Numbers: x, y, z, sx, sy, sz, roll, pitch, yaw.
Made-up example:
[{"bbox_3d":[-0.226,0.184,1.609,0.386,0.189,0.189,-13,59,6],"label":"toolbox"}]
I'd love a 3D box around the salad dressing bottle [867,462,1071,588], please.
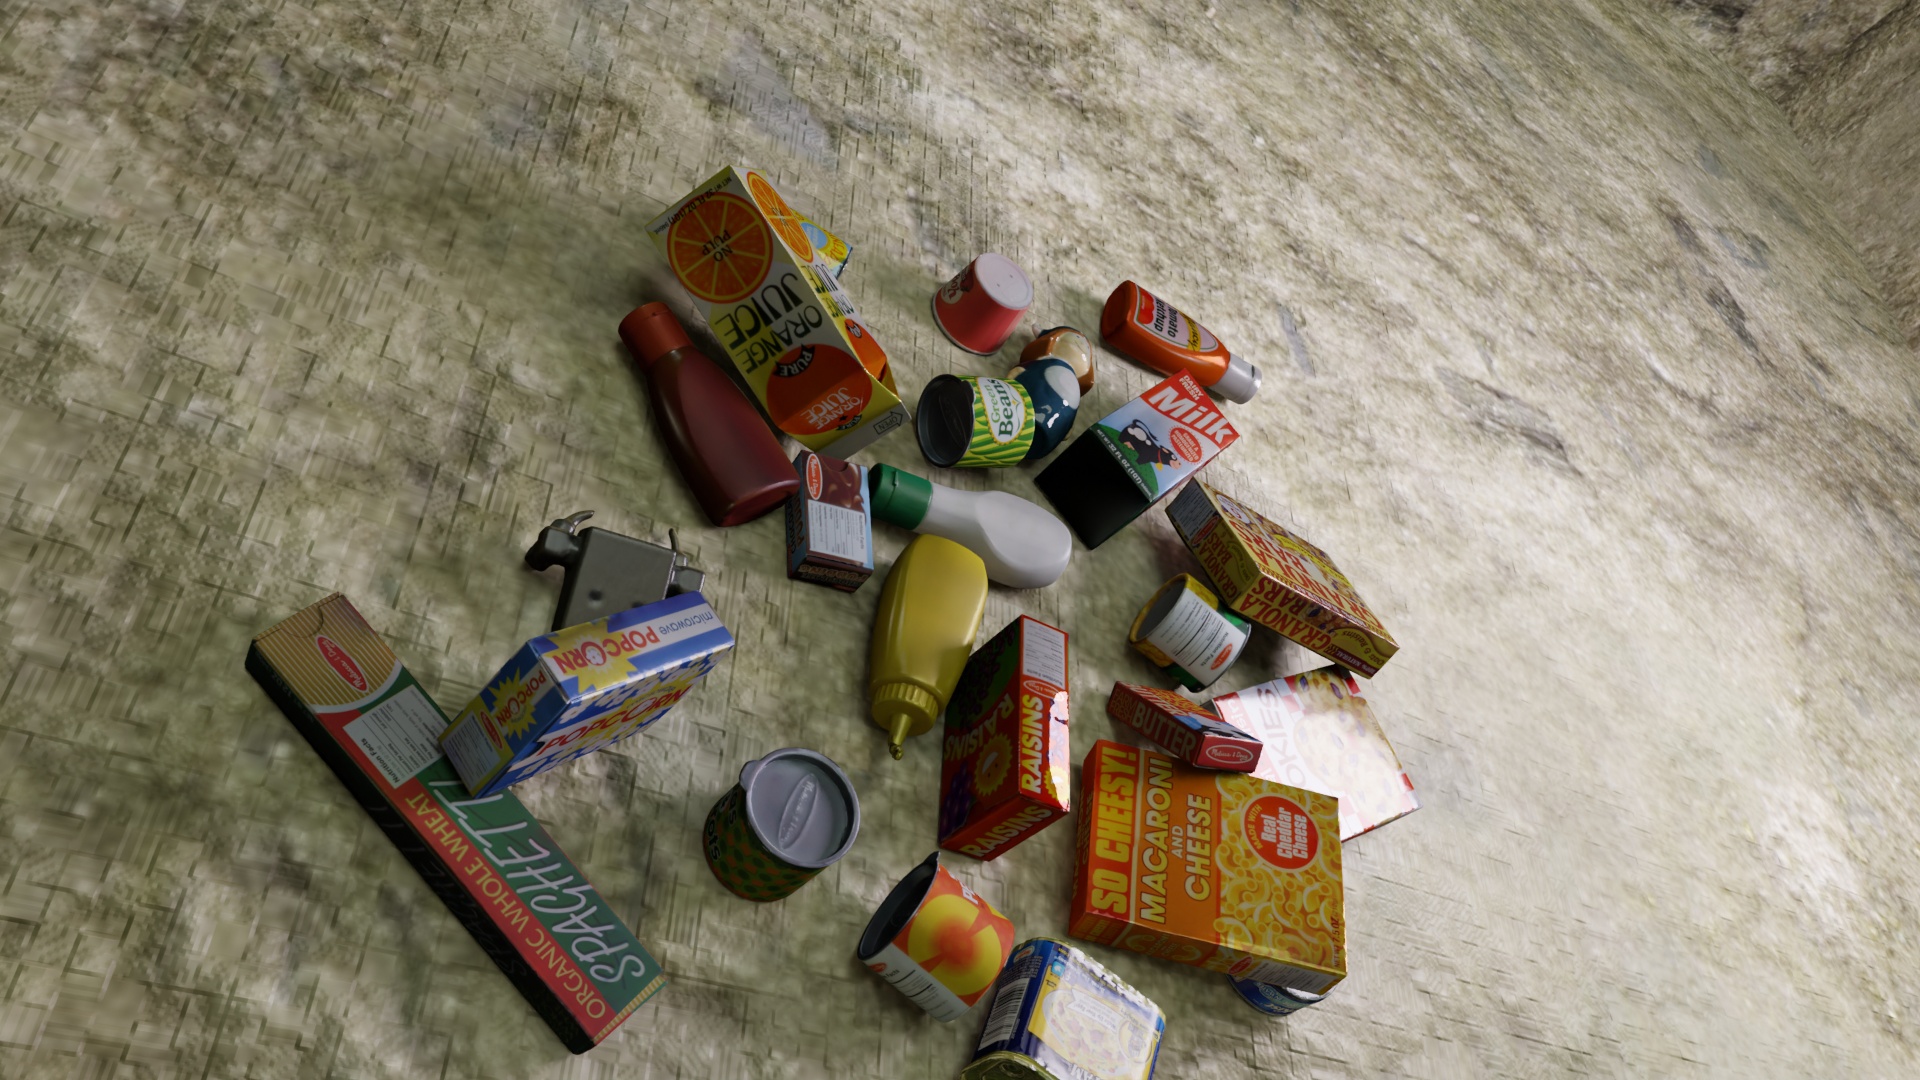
[{"bbox_3d":[0.003,-0.012,0.946,0.147,0.043,0.064,21,51,-23],"label":"salad dressing bottle"}]

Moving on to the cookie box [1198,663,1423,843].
[{"bbox_3d":[0.247,0.162,1.006,0.168,0.040,0.123,-7,65,-41],"label":"cookie box"}]

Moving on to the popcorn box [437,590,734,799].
[{"bbox_3d":[-0.182,0.074,0.691,0.038,0.085,0.127,53,27,10],"label":"popcorn box"}]

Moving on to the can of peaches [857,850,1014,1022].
[{"bbox_3d":[-0.011,0.214,0.752,0.058,0.071,0.071,41,44,-6],"label":"can of peaches"}]

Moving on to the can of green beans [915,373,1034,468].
[{"bbox_3d":[0.011,-0.084,0.987,0.058,0.071,0.071,-1,61,-38],"label":"can of green beans"}]

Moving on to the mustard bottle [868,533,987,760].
[{"bbox_3d":[-0.027,0.069,0.859,0.065,0.048,0.161,25,48,-10],"label":"mustard bottle"}]

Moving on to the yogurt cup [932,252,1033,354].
[{"bbox_3d":[0.020,-0.186,1.077,0.072,0.053,0.073,20,50,-26],"label":"yogurt cup"}]

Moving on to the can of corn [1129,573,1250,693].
[{"bbox_3d":[0.163,0.066,0.996,0.058,0.071,0.071,38,44,-8],"label":"can of corn"}]

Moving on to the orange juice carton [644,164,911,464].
[{"bbox_3d":[-0.112,-0.141,0.900,0.192,0.071,0.073,57,14,-6],"label":"orange juice carton"}]

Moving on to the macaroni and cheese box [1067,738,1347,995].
[{"bbox_3d":[0.155,0.204,0.873,0.166,0.040,0.124,15,50,-6],"label":"macaroni and cheese box"}]

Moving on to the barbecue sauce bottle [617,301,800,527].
[{"bbox_3d":[-0.163,-0.081,0.871,0.065,0.043,0.149,-22,74,-44],"label":"barbecue sauce bottle"}]

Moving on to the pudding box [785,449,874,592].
[{"bbox_3d":[-0.084,-0.013,0.889,0.050,0.030,0.084,13,52,-28],"label":"pudding box"}]

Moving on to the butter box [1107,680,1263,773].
[{"bbox_3d":[0.148,0.124,0.925,0.053,0.024,0.103,12,8,-31],"label":"butter box"}]

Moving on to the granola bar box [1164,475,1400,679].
[{"bbox_3d":[0.243,0.029,1.054,0.165,0.039,0.125,26,24,-32],"label":"granola bar box"}]

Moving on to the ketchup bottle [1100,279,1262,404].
[{"bbox_3d":[0.192,-0.165,1.200,0.149,0.043,0.065,26,47,-20],"label":"ketchup bottle"}]

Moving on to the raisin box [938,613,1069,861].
[{"bbox_3d":[0.027,0.119,0.837,0.040,0.085,0.124,23,48,-25],"label":"raisin box"}]

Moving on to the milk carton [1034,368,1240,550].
[{"bbox_3d":[0.149,-0.072,1.078,0.072,0.073,0.191,51,43,5],"label":"milk carton"}]

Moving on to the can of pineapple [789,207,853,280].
[{"bbox_3d":[-0.115,-0.193,0.968,0.058,0.070,0.071,31,46,-15],"label":"can of pineapple"}]

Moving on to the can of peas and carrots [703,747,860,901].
[{"bbox_3d":[-0.098,0.151,0.739,0.071,0.058,0.071,20,49,-24],"label":"can of peas and carrots"}]

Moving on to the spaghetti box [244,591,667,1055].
[{"bbox_3d":[-0.241,0.134,0.664,0.250,0.028,0.050,49,44,3],"label":"spaghetti box"}]
